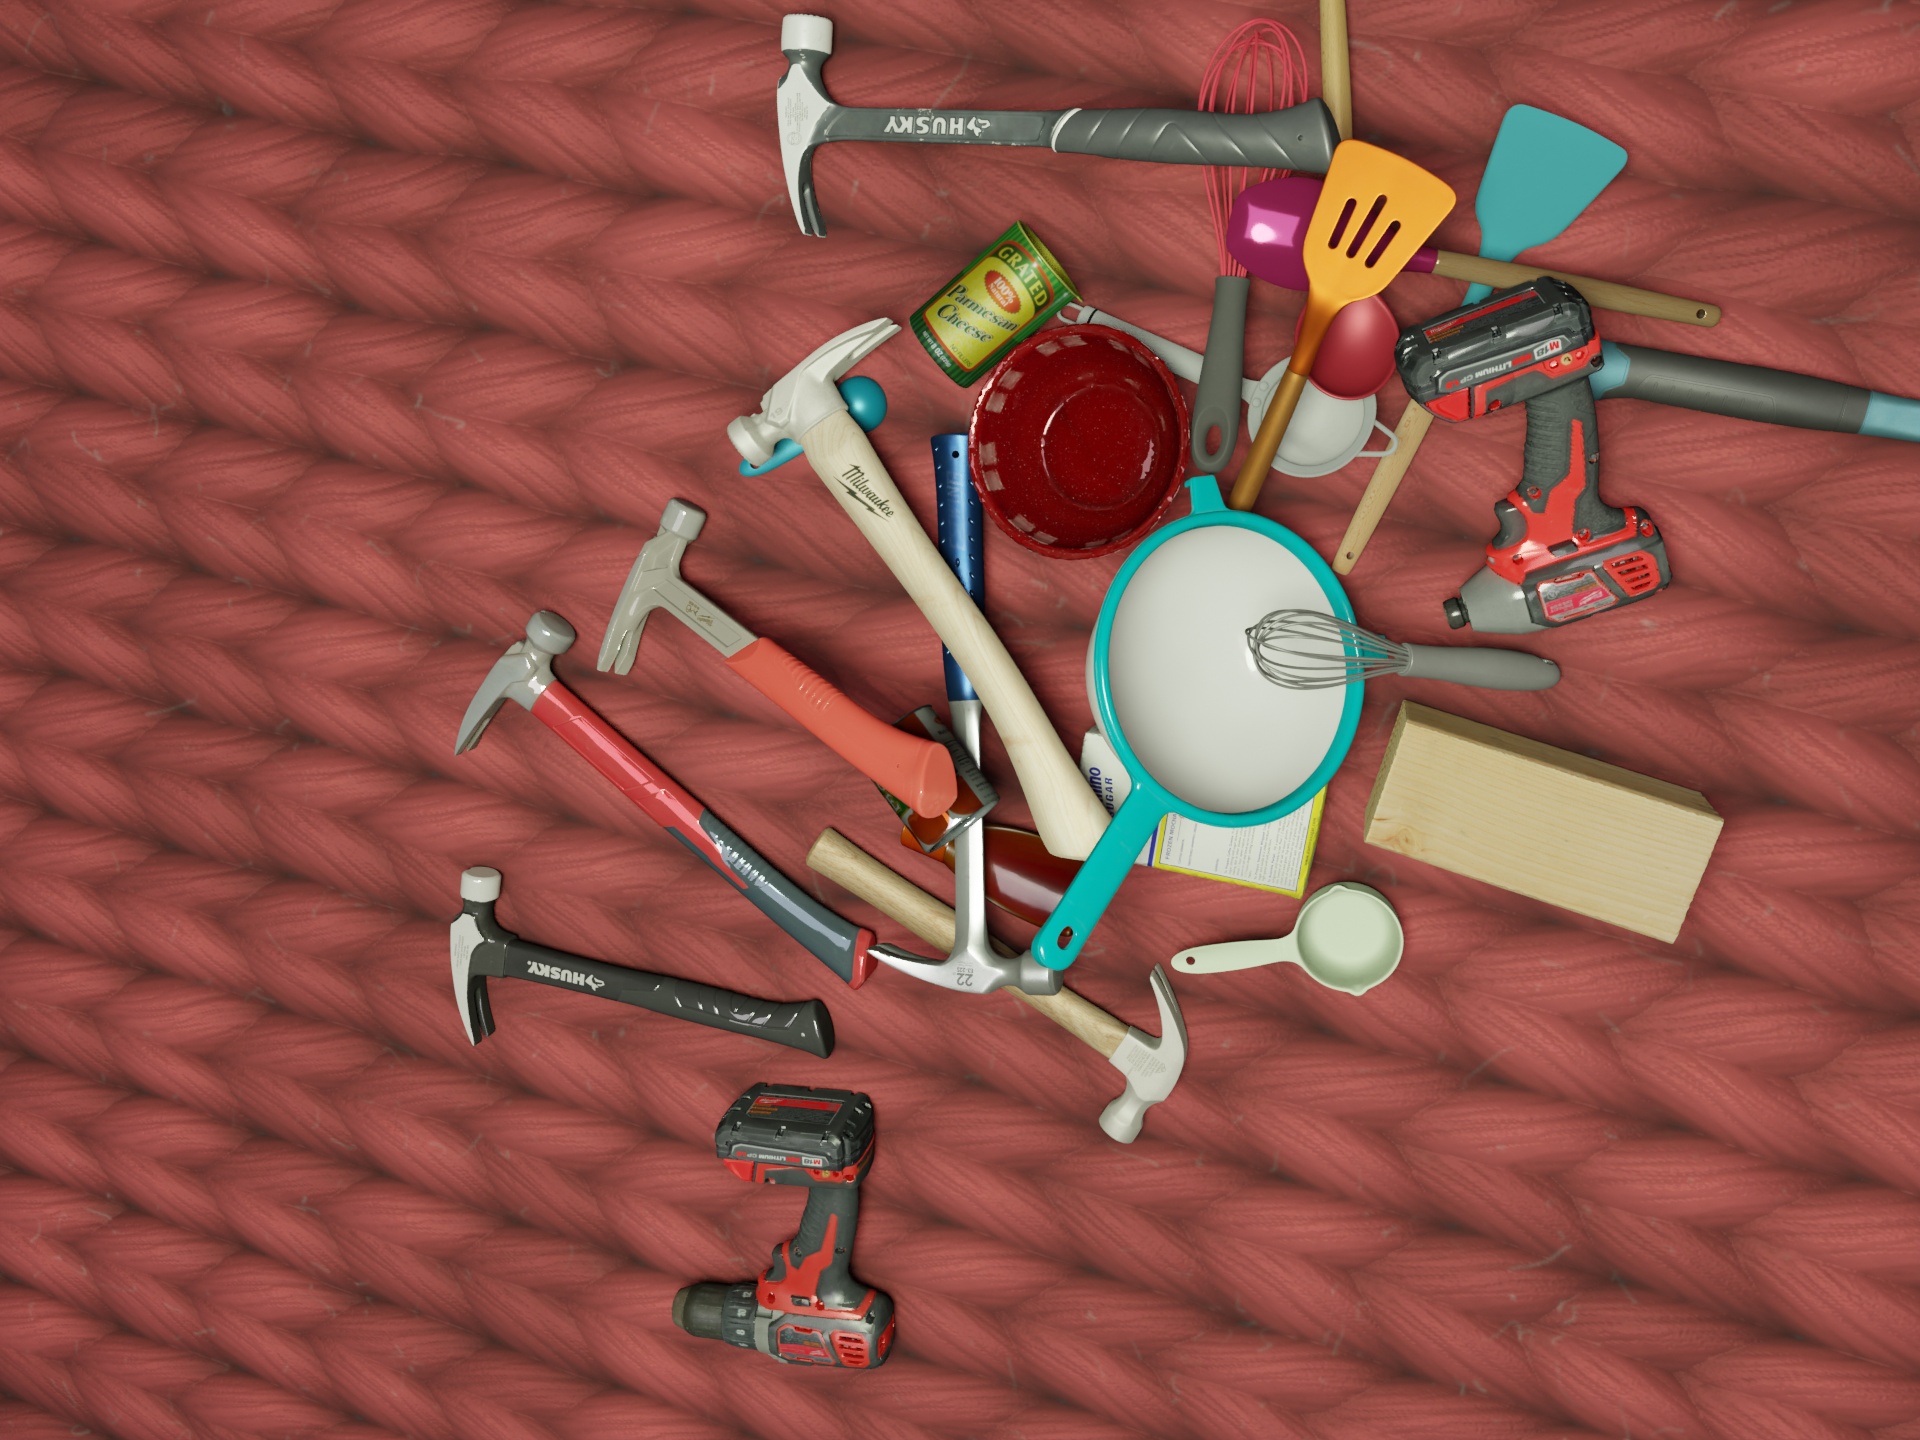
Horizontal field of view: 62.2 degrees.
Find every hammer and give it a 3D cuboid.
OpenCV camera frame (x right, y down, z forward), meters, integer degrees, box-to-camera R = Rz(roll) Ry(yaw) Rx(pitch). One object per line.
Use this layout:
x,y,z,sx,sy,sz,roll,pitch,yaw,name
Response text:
-0.002,-0.004,1.160,0.144,0.035,0.405,-1,91,19,hammer
-0.134,-0.025,1.132,0.359,0.036,0.149,36,106,37,hammer
-0.263,0.225,1.303,0.335,0.035,0.146,11,103,12,hammer
0.027,0.183,1.223,0.331,0.031,0.130,33,107,6,hammer
0.052,-0.389,1.061,0.409,0.036,0.149,12,107,25,hammer
-0.003,-0.086,1.120,0.146,0.038,0.411,-35,81,15,hammer
-0.228,0.088,1.266,0.386,0.038,0.143,40,109,4,hammer
0.560,-0.198,1.014,0.331,0.033,0.128,13,104,11,hammer

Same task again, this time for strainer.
0.130,0.018,1.072,0.211,0.095,0.340,39,74,-18,strainer
0.182,-0.237,1.099,0.258,0.050,0.087,27,96,14,strainer

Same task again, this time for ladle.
0.249,-0.367,1.046,0.069,0.031,0.315,-3,92,2,ladle

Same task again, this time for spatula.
0.325,-0.240,1.059,0.082,0.044,0.317,22,107,-4,spatula
0.216,-0.212,1.040,0.081,0.041,0.322,33,134,16,spatula

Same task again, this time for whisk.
0.298,-0.041,1.059,0.239,0.055,0.055,5,104,-17,whisk
0.183,-0.312,1.056,0.073,0.073,0.296,7,96,13,whisk

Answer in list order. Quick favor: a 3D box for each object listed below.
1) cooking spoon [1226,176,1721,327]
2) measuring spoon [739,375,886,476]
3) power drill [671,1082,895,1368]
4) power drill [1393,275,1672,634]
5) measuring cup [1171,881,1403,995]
0.329,-0.289,1.018,0.319,0.017,0.068,11,108,0,cooking spoon
-0.114,-0.215,1.185,0.128,0.021,0.042,-26,93,16,measuring spoon
-0.150,0.416,1.292,0.188,0.080,0.226,2,104,14,power drill
0.362,-0.158,1.029,0.143,0.079,0.219,-19,114,17,power drill
0.238,0.162,1.164,0.167,0.038,0.083,-11,98,18,measuring cup
